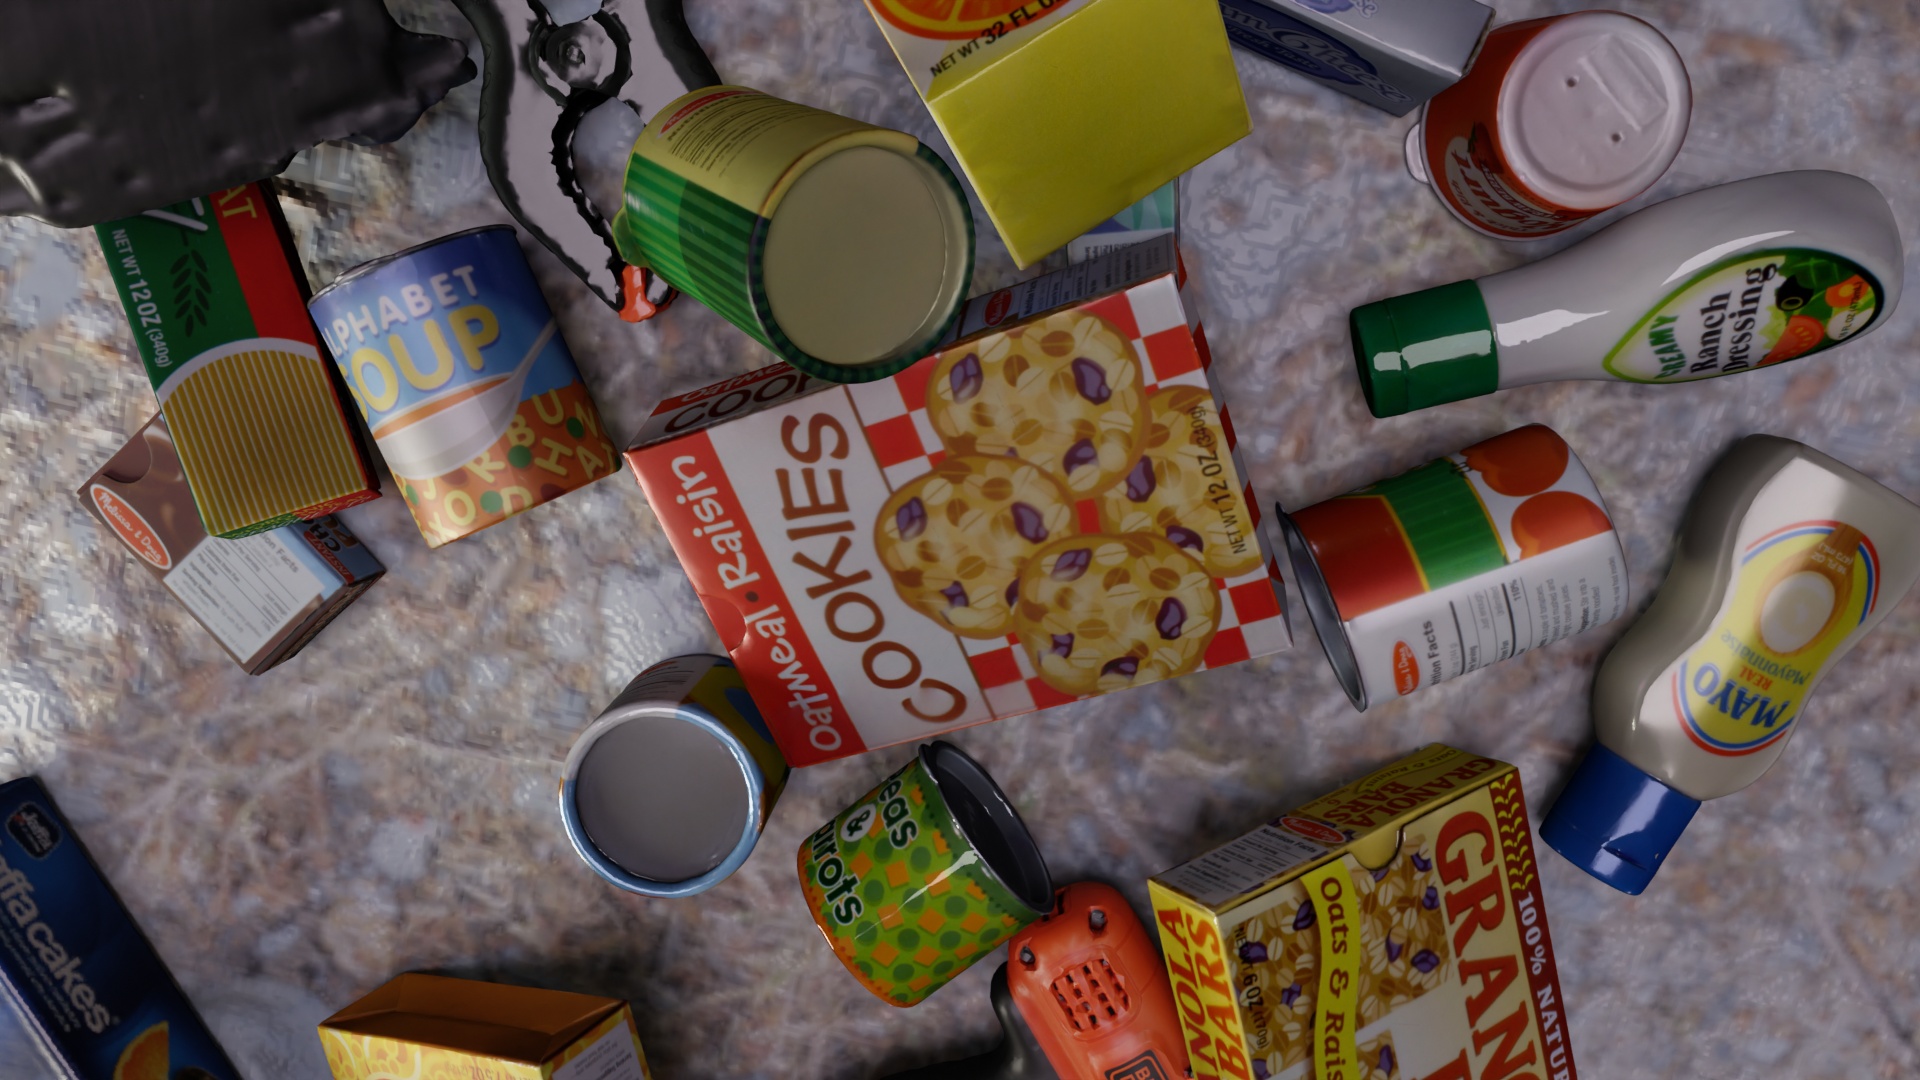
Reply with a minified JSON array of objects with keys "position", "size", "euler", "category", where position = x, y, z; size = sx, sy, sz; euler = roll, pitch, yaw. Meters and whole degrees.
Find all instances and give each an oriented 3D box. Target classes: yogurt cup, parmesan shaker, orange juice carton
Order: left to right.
[{"position":[-0.050,-0.087,0.389],"size":[0.071,0.103,0.071],"euler":[-13,118,-26],"category":"parmesan shaker"},{"position":[-0.001,-0.175,0.379],"size":[0.072,0.073,0.193],"euler":[-30,60,7],"category":"orange juice carton"},{"position":[0.178,-0.125,0.413],"size":[0.072,0.054,0.072],"euler":[0,100,2],"category":"yogurt cup"}]

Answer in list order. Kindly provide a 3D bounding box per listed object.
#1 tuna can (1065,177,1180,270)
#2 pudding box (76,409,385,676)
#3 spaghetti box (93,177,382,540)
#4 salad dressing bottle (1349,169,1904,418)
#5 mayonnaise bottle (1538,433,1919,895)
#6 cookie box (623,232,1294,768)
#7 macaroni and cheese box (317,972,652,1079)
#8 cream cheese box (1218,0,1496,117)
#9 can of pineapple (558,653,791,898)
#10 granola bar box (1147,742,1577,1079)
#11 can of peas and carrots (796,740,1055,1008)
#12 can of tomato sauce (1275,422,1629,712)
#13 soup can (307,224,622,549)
[{"position":[0.046,-0.112,0.416],"size":[0.033,0.071,0.071],"euler":[-4,100,4],"category":"tuna can"},{"position":[-0.244,-0.003,0.467],"size":[0.049,0.030,0.083],"euler":[-41,95,10],"category":"pudding box"},{"position":[-0.248,-0.125,0.431],"size":[0.050,0.028,0.249],"euler":[-19,94,-14],"category":"spaghetti box"},{"position":[0.196,-0.070,0.422],"size":[0.147,0.044,0.064],"euler":[-12,143,12],"category":"salad dressing bottle"},{"position":[0.241,0.043,0.444],"size":[0.065,0.041,0.148],"euler":[28,99,-4],"category":"mayonnaise bottle"},{"position":[0.001,-0.005,0.419],"size":[0.167,0.040,0.122],"euler":[-16,116,15],"category":"cookie box"},{"position":[-0.144,0.235,0.470],"size":[0.123,0.040,0.166],"euler":[-8,100,35],"category":"macaroni and cheese box"},{"position":[0.098,-0.160,0.411],"size":[0.104,0.053,0.024],"euler":[24,94,-2],"category":"cream cheese box"},{"position":[-0.091,0.078,0.459],"size":[0.071,0.058,0.071],"euler":[0,100,3],"category":"can of pineapple"},{"position":[0.137,0.166,0.445],"size":[0.124,0.039,0.165],"euler":[-18,100,-24],"category":"granola bar box"},{"position":[-0.013,0.108,0.455],"size":[0.058,0.071,0.071],"euler":[-38,96,9],"category":"can of peas and carrots"},{"position":[0.150,0.006,0.432],"size":[0.083,0.071,0.071],"euler":[-21,98,6],"category":"can of tomato sauce"},{"position":[-0.154,-0.047,0.434],"size":[0.071,0.071,0.083],"euler":[-23,98,7],"category":"soup can"}]
